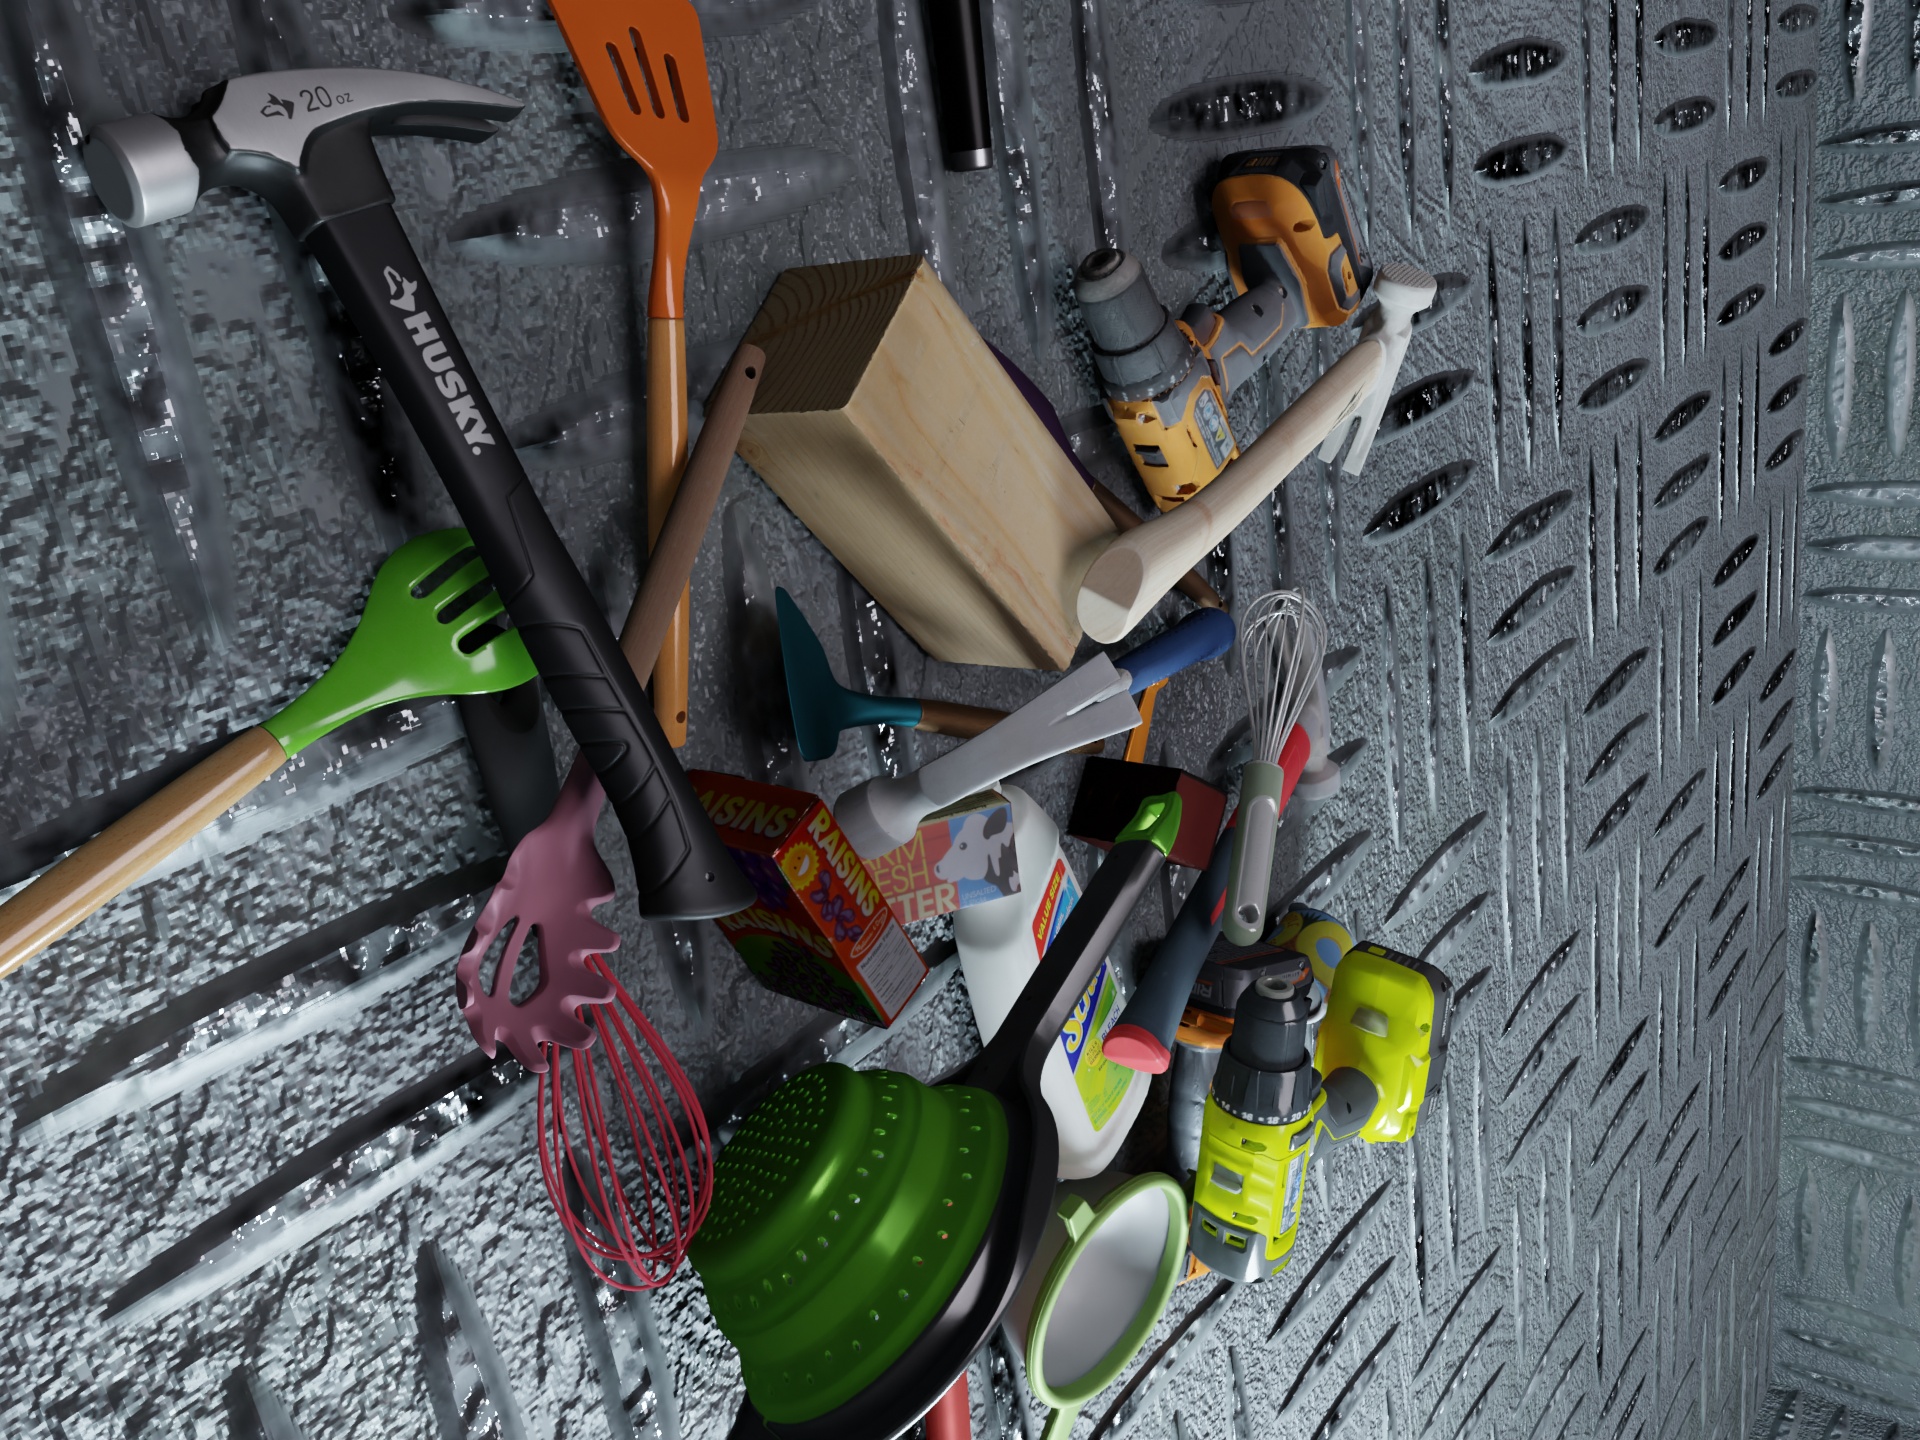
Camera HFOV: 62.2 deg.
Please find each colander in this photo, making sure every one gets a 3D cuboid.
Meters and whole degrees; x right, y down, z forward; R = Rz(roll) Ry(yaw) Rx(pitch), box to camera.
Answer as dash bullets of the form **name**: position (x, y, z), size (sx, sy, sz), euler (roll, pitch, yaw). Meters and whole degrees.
- **colander**: position (-0.016, 0.166, 0.765), size (0.094, 0.204, 0.397), euler (43, 63, -16)

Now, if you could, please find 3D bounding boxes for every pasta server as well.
- **pasta server**: position (-0.129, -0.018, 0.637), size (0.060, 0.040, 0.316), euler (31, 67, -35)

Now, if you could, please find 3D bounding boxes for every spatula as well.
- **spatula**: position (0.086, -0.127, 0.954), size (0.315, 0.018, 0.060), euler (31, 75, -49)
- **spatula**: position (-0.001, -0.003, 0.846), size (0.317, 0.044, 0.082), euler (9, 66, -53)
- **spatula**: position (-0.131, -0.147, 0.679), size (0.081, 0.041, 0.322), euler (-15, 112, -50)

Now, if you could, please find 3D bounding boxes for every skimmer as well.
- **skimmer**: position (0.018, -0.455, 0.756), size (0.127, 0.090, 0.363), euler (-71, 157, -68)

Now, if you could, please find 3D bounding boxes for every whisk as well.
- **whisk**: position (-0.160, 0.103, 0.660), size (0.073, 0.073, 0.295), euler (-26, 109, -46)
- **whisk**: position (0.191, 0.023, 0.994), size (0.059, 0.058, 0.246), euler (116, -12, -65)

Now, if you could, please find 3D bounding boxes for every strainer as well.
- **strainer**: position (0.053, 0.381, 0.972), size (0.151, 0.069, 0.256), euler (10, 101, -51)

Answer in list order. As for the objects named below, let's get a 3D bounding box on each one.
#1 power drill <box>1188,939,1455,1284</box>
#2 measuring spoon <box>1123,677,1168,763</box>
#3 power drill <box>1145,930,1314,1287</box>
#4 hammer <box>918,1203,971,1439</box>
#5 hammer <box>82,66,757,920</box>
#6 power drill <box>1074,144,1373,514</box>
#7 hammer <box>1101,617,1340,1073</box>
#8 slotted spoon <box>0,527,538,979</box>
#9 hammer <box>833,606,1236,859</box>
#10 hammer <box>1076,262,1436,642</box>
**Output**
- **power drill**: position (0.229, 0.226, 1.012), size (0.228, 0.080, 0.190), euler (-18, 118, -47)
- **measuring spoon**: position (0.117, 0.018, 1.021), size (0.021, 0.011, 0.117), euler (25, 77, -50)
- **power drill**: position (0.175, 0.264, 1.085), size (0.164, 0.084, 0.226), euler (2, 98, -53)
- **hammer**: position (-0.008, 0.417, 0.884), size (0.149, 0.037, 0.359), euler (-30, 117, -72)
- **hammer**: position (-0.159, -0.071, 0.579), size (0.146, 0.035, 0.334), euler (-37, 108, -40)
- **power drill**: position (0.157, -0.259, 0.975), size (0.226, 0.084, 0.185), euler (-56, 134, -22)
- **hammer**: position (0.173, 0.077, 1.028), size (0.386, 0.038, 0.143), euler (-49, 131, -49)
- **slotted spoon**: position (-0.255, 0.025, 0.542), size (0.070, 0.031, 0.314), euler (47, 57, -3)
- **hammer**: position (0.083, -0.019, 0.856), size (0.035, 0.144, 0.405), euler (62, 27, 1)
- **hammer**: position (0.175, -0.142, 0.929), size (0.411, 0.038, 0.146), euler (-42, 153, -45)
